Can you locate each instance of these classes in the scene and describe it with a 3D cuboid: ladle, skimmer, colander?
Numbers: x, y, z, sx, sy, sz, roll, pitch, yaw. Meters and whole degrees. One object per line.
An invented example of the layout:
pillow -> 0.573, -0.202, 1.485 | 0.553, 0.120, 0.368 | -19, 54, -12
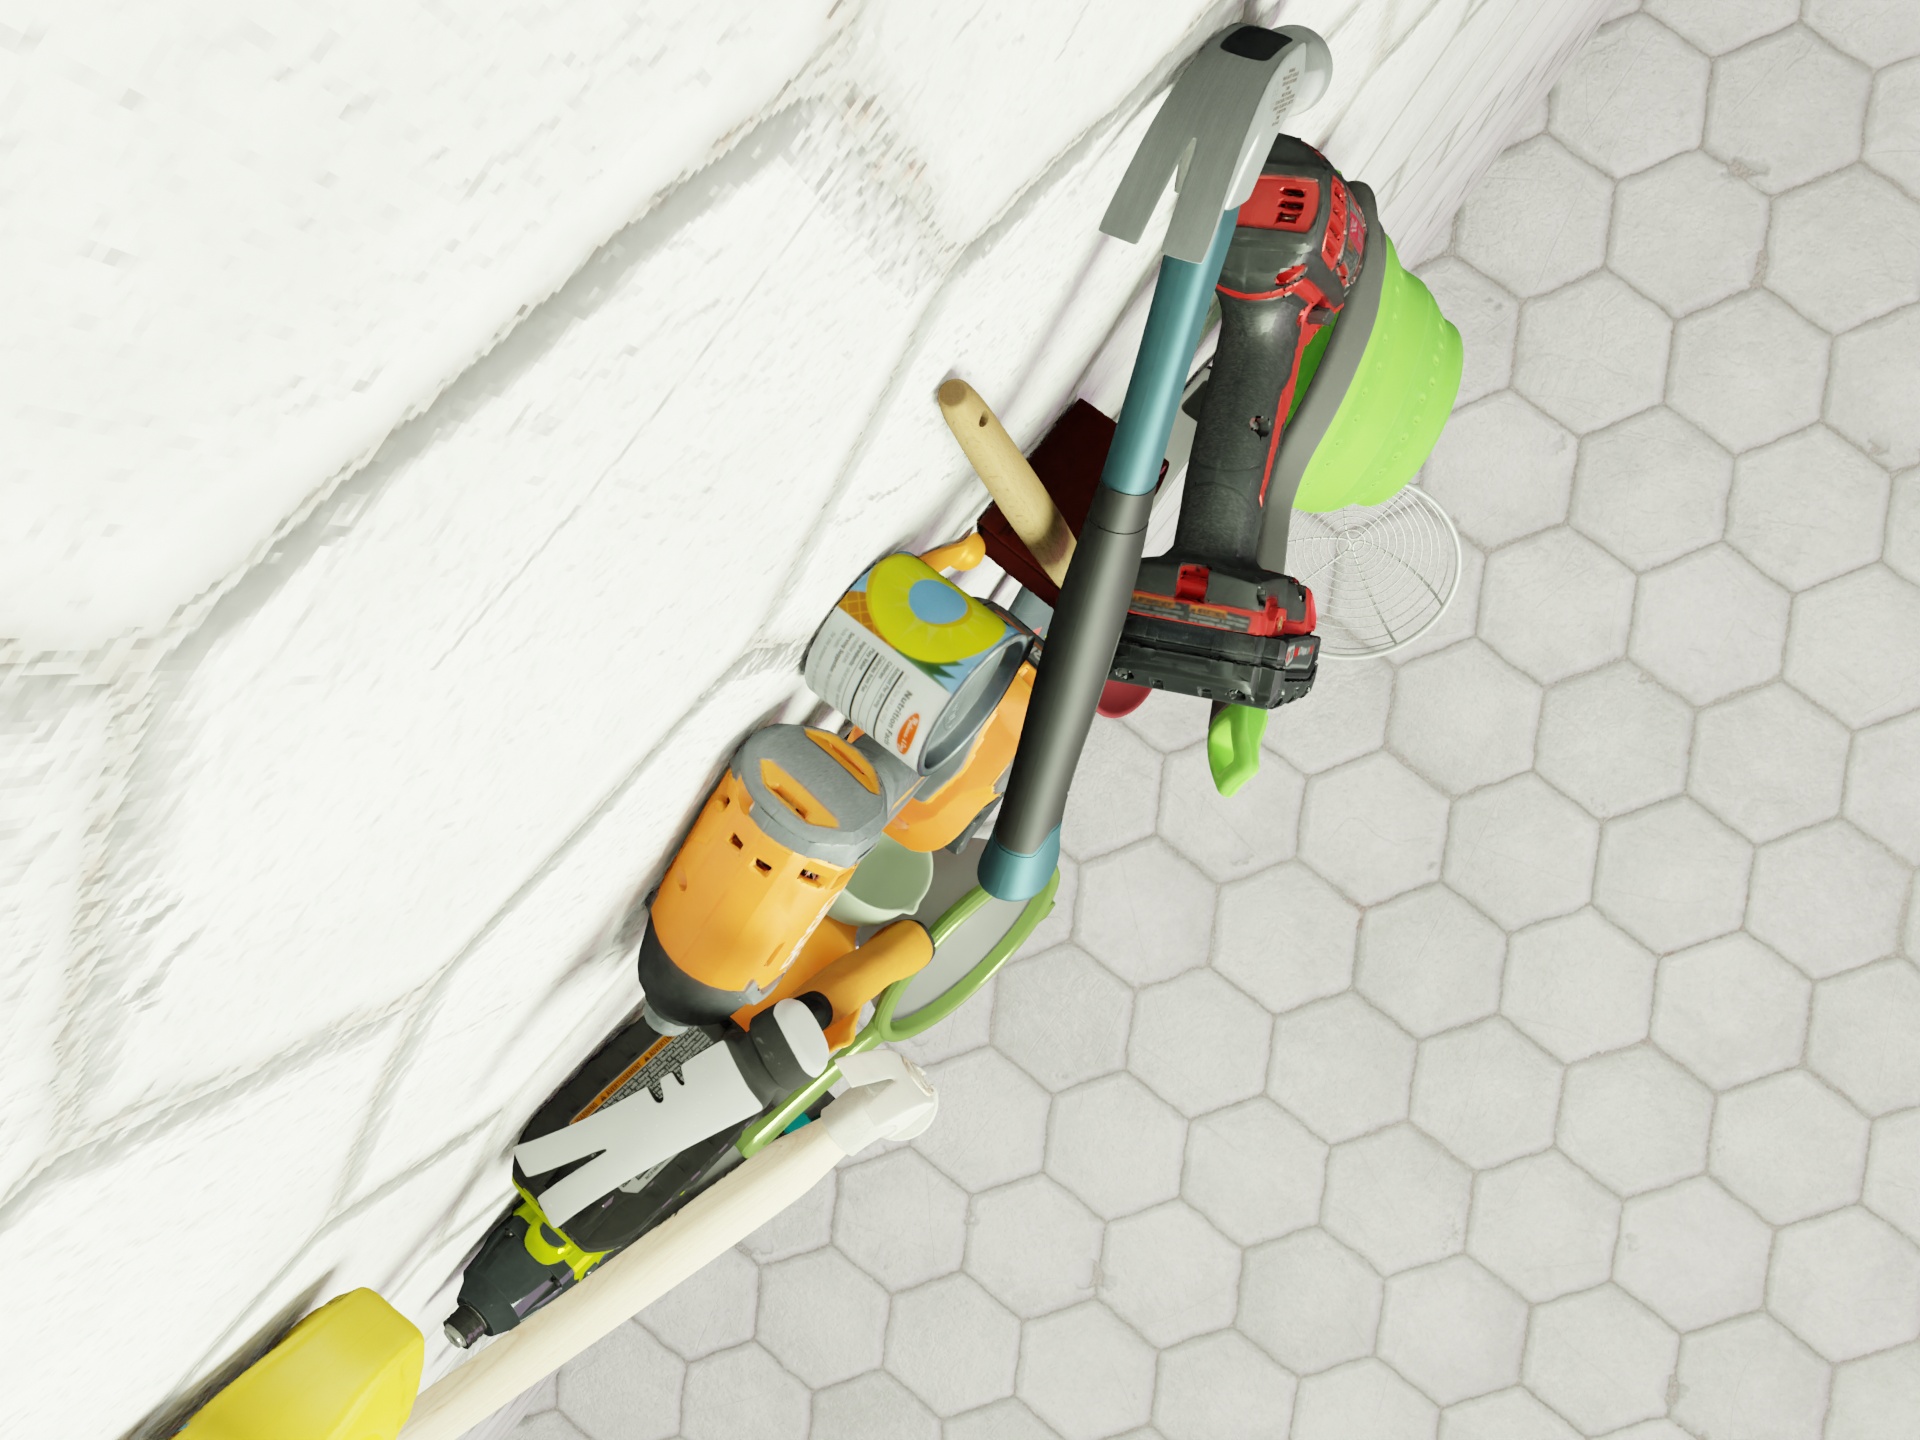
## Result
ladle -> 0.041, -0.064, 0.637 | 0.069, 0.031, 0.315 | -69, 160, -7
skimmer -> 0.133, -0.032, 0.937 | 0.363, 0.127, 0.090 | -30, -152, -18
colander -> 0.197, -0.119, 0.844 | 0.204, 0.094, 0.397 | 124, -17, -55

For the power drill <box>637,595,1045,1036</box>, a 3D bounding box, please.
power drill -> -0.051, 0.044, 0.700 | 0.164, 0.084, 0.226 | -55, 170, 35

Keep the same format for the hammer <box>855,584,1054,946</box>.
hammer -> -0.001, -0.003, 0.937 | 0.143, 0.038, 0.386 | -12, 140, -48

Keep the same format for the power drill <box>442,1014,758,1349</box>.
power drill -> -0.196, 0.252, 0.862 | 0.171, 0.080, 0.223 | -41, 172, -40

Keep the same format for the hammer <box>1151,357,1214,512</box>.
hammer -> 0.124, -0.142, 1.187 | 0.146, 0.035, 0.334 | -50, 175, -25

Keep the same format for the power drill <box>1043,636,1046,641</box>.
power drill -> 0.027, 0.010, 1.158 | 0.228, 0.080, 0.190 | -50, 176, 13

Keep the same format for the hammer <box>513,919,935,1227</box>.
hammer -> -0.076, 0.140, 0.737 | 0.127, 0.034, 0.337 | -31, 176, 11

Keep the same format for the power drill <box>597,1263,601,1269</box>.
power drill -> -0.229, 0.359, 1.324 | 0.188, 0.080, 0.226 | -46, 175, -49

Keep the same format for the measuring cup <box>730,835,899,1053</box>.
measuring cup -> -0.080, 0.123, 0.919 | 0.174, 0.095, 0.052 | -51, -170, -27

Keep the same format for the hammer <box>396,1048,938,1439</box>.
hammer -> -0.188, 0.273, 0.690 | 0.410, 0.038, 0.146 | -35, 165, -4

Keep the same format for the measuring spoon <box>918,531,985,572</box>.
measuring spoon -> -0.012, -0.061, 0.672 | 0.021, 0.011, 0.117 | -54, 173, 24

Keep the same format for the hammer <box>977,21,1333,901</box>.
hammer -> 0.058, -0.075, 0.575 | 0.128, 0.033, 0.330 | -44, 153, -56

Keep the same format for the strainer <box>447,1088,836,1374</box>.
strainer -> -0.233, 0.334, 1.110 | 0.340, 0.095, 0.211 | -35, 168, 2

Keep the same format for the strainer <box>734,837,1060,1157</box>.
strainer -> -0.052, 0.157, 0.975 | 0.256, 0.069, 0.151 | -41, 159, -9

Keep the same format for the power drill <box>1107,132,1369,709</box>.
power drill -> 0.124, -0.121, 0.673 | 0.143, 0.078, 0.219 | -12, 113, -69

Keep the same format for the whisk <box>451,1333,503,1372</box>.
whisk -> -0.326, 0.442, 1.225 | 0.246, 0.059, 0.058 | -58, -150, 20

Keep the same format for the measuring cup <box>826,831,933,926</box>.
measuring cup -> -0.085, 0.090, 0.851 | 0.167, 0.083, 0.038 | -23, 169, -45
